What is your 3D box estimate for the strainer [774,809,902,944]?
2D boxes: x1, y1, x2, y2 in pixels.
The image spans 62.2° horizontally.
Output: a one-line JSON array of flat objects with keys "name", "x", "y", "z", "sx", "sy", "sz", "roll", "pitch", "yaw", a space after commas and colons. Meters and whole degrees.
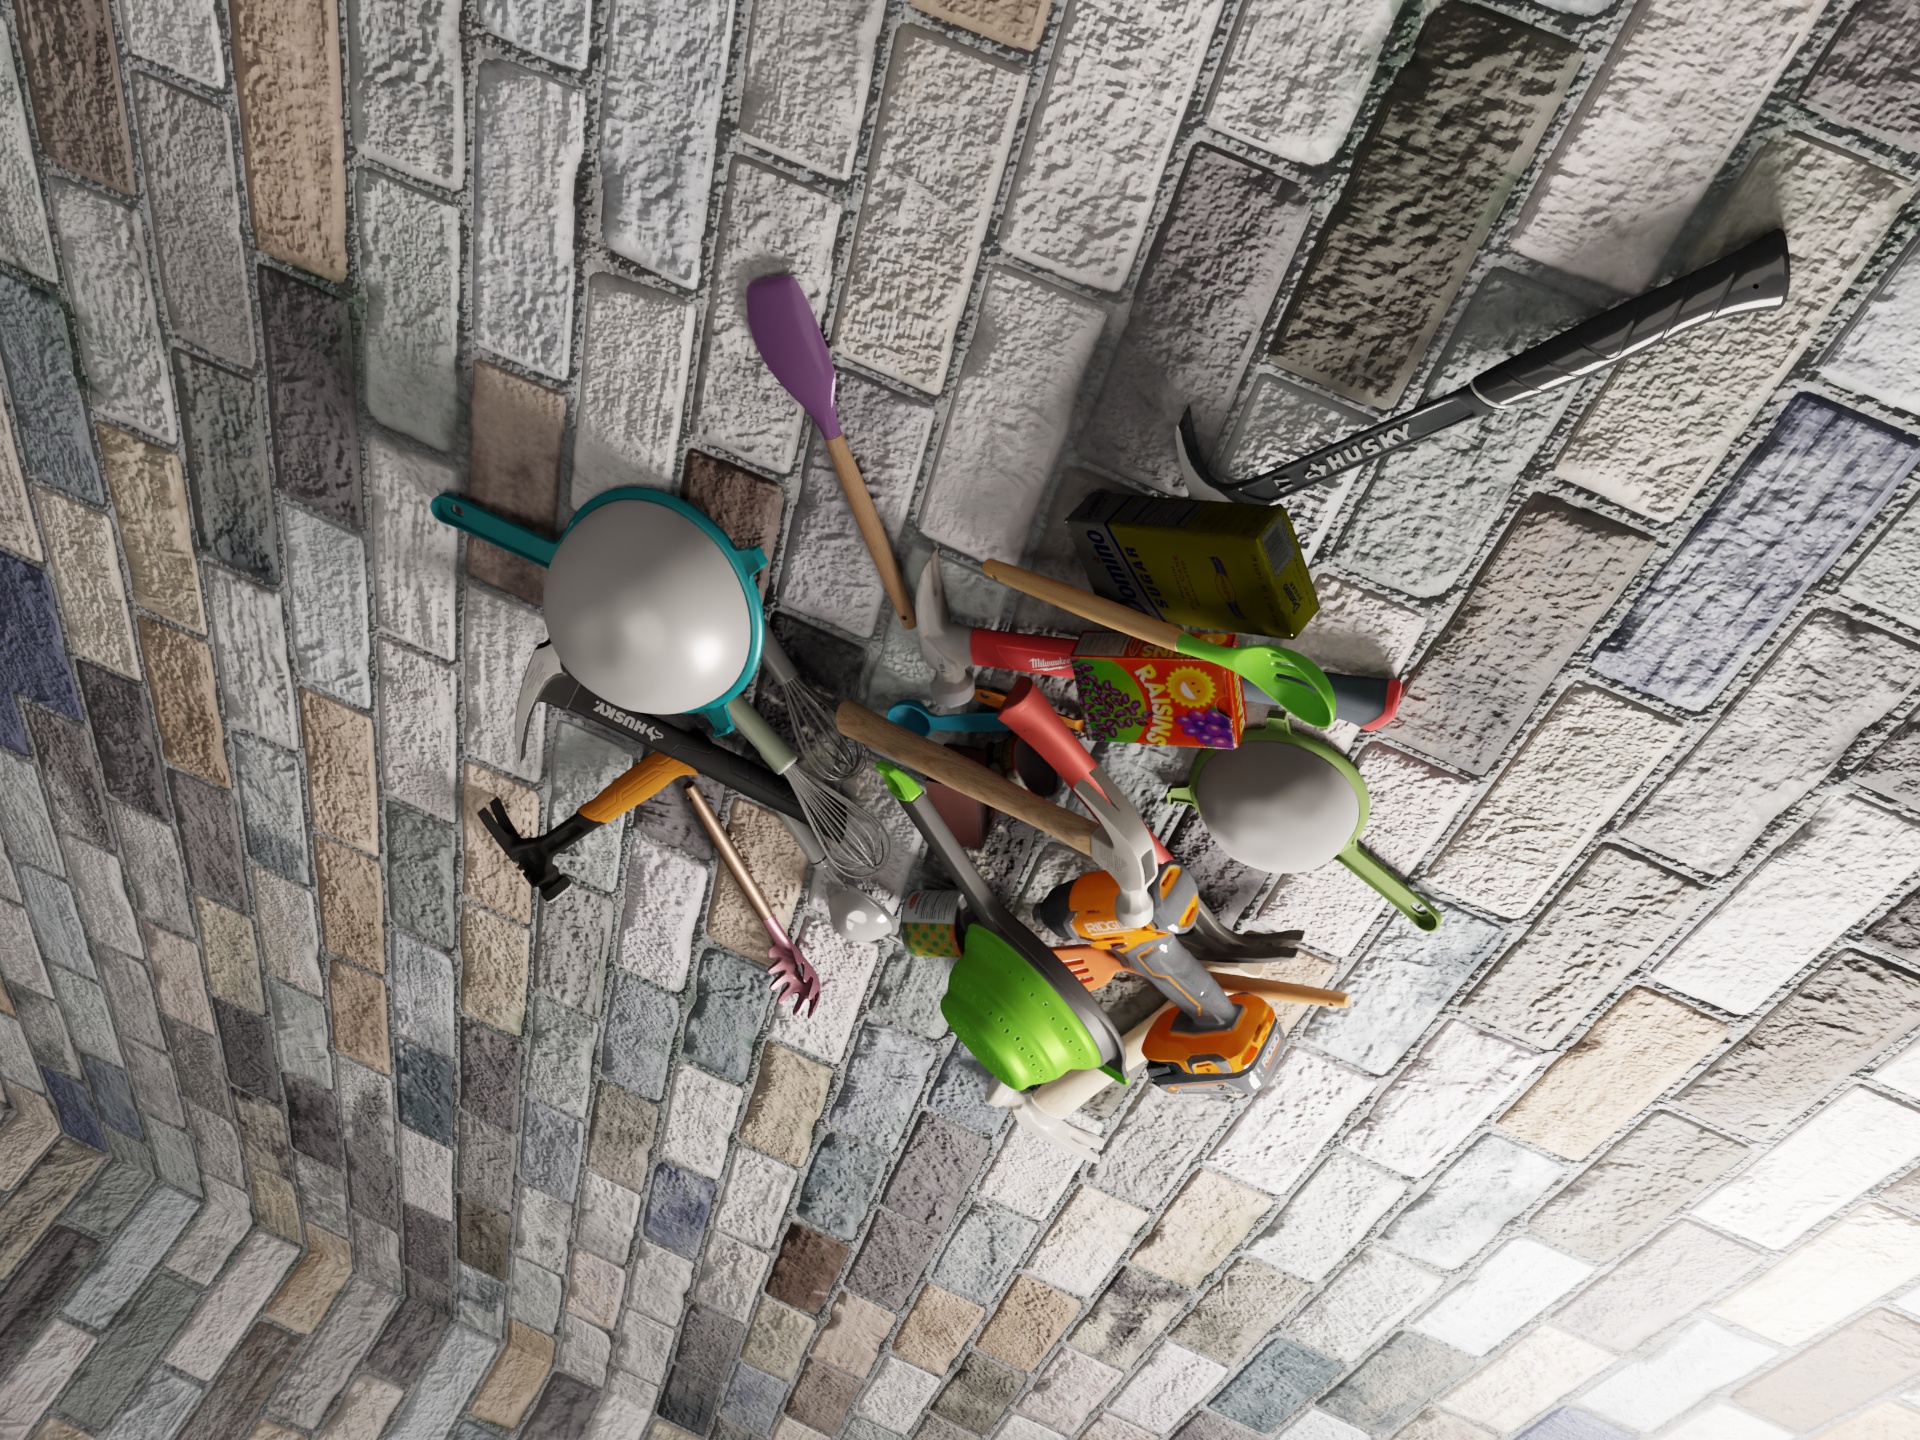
[{"name": "strainer", "x": -0.137, "y": 0.147, "z": 1.584, "sx": 0.087, "sy": 0.050, "sz": 0.258, "roll": -3, "pitch": 127, "yaw": 46}]

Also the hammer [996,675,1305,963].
[{"name": "hammer", "x": 0.150, "y": 0.093, "z": 1.354, "sx": 0.149, "sy": 0.037, "sz": 0.358, "roll": -7, "pitch": 134, "yaw": 43}]

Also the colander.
[{"name": "colander", "x": 0.008, "y": 0.208, "z": 1.424, "sx": 0.396, "sy": 0.094, "sz": 0.205, "roll": 57, "pitch": 162, "yaw": -25}]

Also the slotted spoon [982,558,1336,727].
[{"name": "slotted spoon", "x": 0.141, "y": -0.068, "z": 1.170, "sx": 0.314, "sy": 0.031, "sz": 0.070, "roll": 24, "pitch": 155, "yaw": 32}]

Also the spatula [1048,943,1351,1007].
[{"name": "spatula", "x": 0.203, "y": 0.244, "z": 1.466, "sx": 0.323, "sy": 0.041, "sz": 0.081, "roll": 2, "pitch": 134, "yaw": 38}]

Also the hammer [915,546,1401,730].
[{"name": "hammer", "x": 0.150, "y": -0.053, "z": 1.257, "sx": 0.386, "sy": 0.038, "sz": 0.143, "roll": 8, "pitch": 132, "yaw": 19}]

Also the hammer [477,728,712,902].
[{"name": "hammer", "x": -0.367, "y": 0.081, "z": 1.626, "sx": 0.337, "sy": 0.034, "sz": 0.127, "roll": -29, "pitch": 101, "yaw": 38}]

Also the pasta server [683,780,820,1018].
[{"name": "pasta server", "x": -0.219, "y": 0.190, "z": 1.664, "sx": 0.060, "sy": 0.040, "sz": 0.316, "roll": 5, "pitch": 132, "yaw": 38}]

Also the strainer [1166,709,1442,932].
[{"name": "strainer", "x": 0.297, "y": 0.113, "z": 1.318, "sx": 0.256, "sy": 0.069, "sz": 0.151, "roll": 38, "pitch": 136, "yaw": -9}]

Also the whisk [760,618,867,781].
[{"name": "whisk", "x": -0.157, "y": -0.039, "z": 1.416, "sx": 0.055, "sy": 0.055, "sz": 0.238, "roll": -15, "pitch": 118, "yaw": 35}]

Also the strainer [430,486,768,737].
[{"name": "strainer", "x": -0.337, "y": -0.112, "z": 1.371, "sx": 0.340, "sy": 0.095, "sz": 0.210, "roll": 25, "pitch": 124, "yaw": 12}]

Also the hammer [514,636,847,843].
[{"name": "hammer", "x": -0.257, "y": 0.033, "z": 1.495, "sx": 0.334, "sy": 0.146, "sz": 0.035, "roll": 27, "pitch": -179, "yaw": -10}]

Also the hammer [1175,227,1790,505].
[{"name": "hammer", "x": 0.323, "y": -0.209, "z": 1.031, "sx": 0.409, "sy": 0.036, "sz": 0.149, "roll": -22, "pitch": 118, "yaw": 38}]

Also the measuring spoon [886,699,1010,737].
[{"name": "measuring spoon", "x": -0.002, "y": -0.004, "z": 1.392, "sx": 0.128, "sy": 0.021, "sz": 0.042, "roll": 0, "pitch": 133, "yaw": 19}]

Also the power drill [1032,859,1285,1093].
[{"name": "power drill", "x": 0.168, "y": 0.223, "z": 1.394, "sx": 0.164, "sy": 0.084, "sz": 0.226, "roll": -13, "pitch": 118, "yaw": 44}]

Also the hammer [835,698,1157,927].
[{"name": "hammer", "x": 0.022, "y": 0.053, "z": 1.325, "sx": 0.331, "sy": 0.031, "sz": 0.130, "roll": 26, "pitch": 139, "yaw": 32}]

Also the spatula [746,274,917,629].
[{"name": "spatula", "x": -0.093, "y": -0.201, "z": 1.249, "sx": 0.060, "sy": 0.018, "sz": 0.315, "roll": -3, "pitch": 128, "yaw": 29}]

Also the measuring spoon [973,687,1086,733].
[{"name": "measuring spoon", "x": 0.062, "y": -0.011, "z": 1.361, "sx": 0.117, "sy": 0.011, "sz": 0.021, "roll": 17, "pitch": 146, "yaw": 15}]

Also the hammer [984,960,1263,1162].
[{"name": "hammer", "x": 0.181, "y": 0.337, "z": 1.610, "sx": 0.146, "sy": 0.038, "sz": 0.410, "roll": 33, "pitch": 136, "yaw": -8}]

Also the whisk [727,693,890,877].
[{"name": "whisk", "x": -0.156, "y": 0.048, "z": 1.472, "sx": 0.059, "sy": 0.058, "sz": 0.246, "roll": -41, "pitch": 94, "yaw": 3}]
